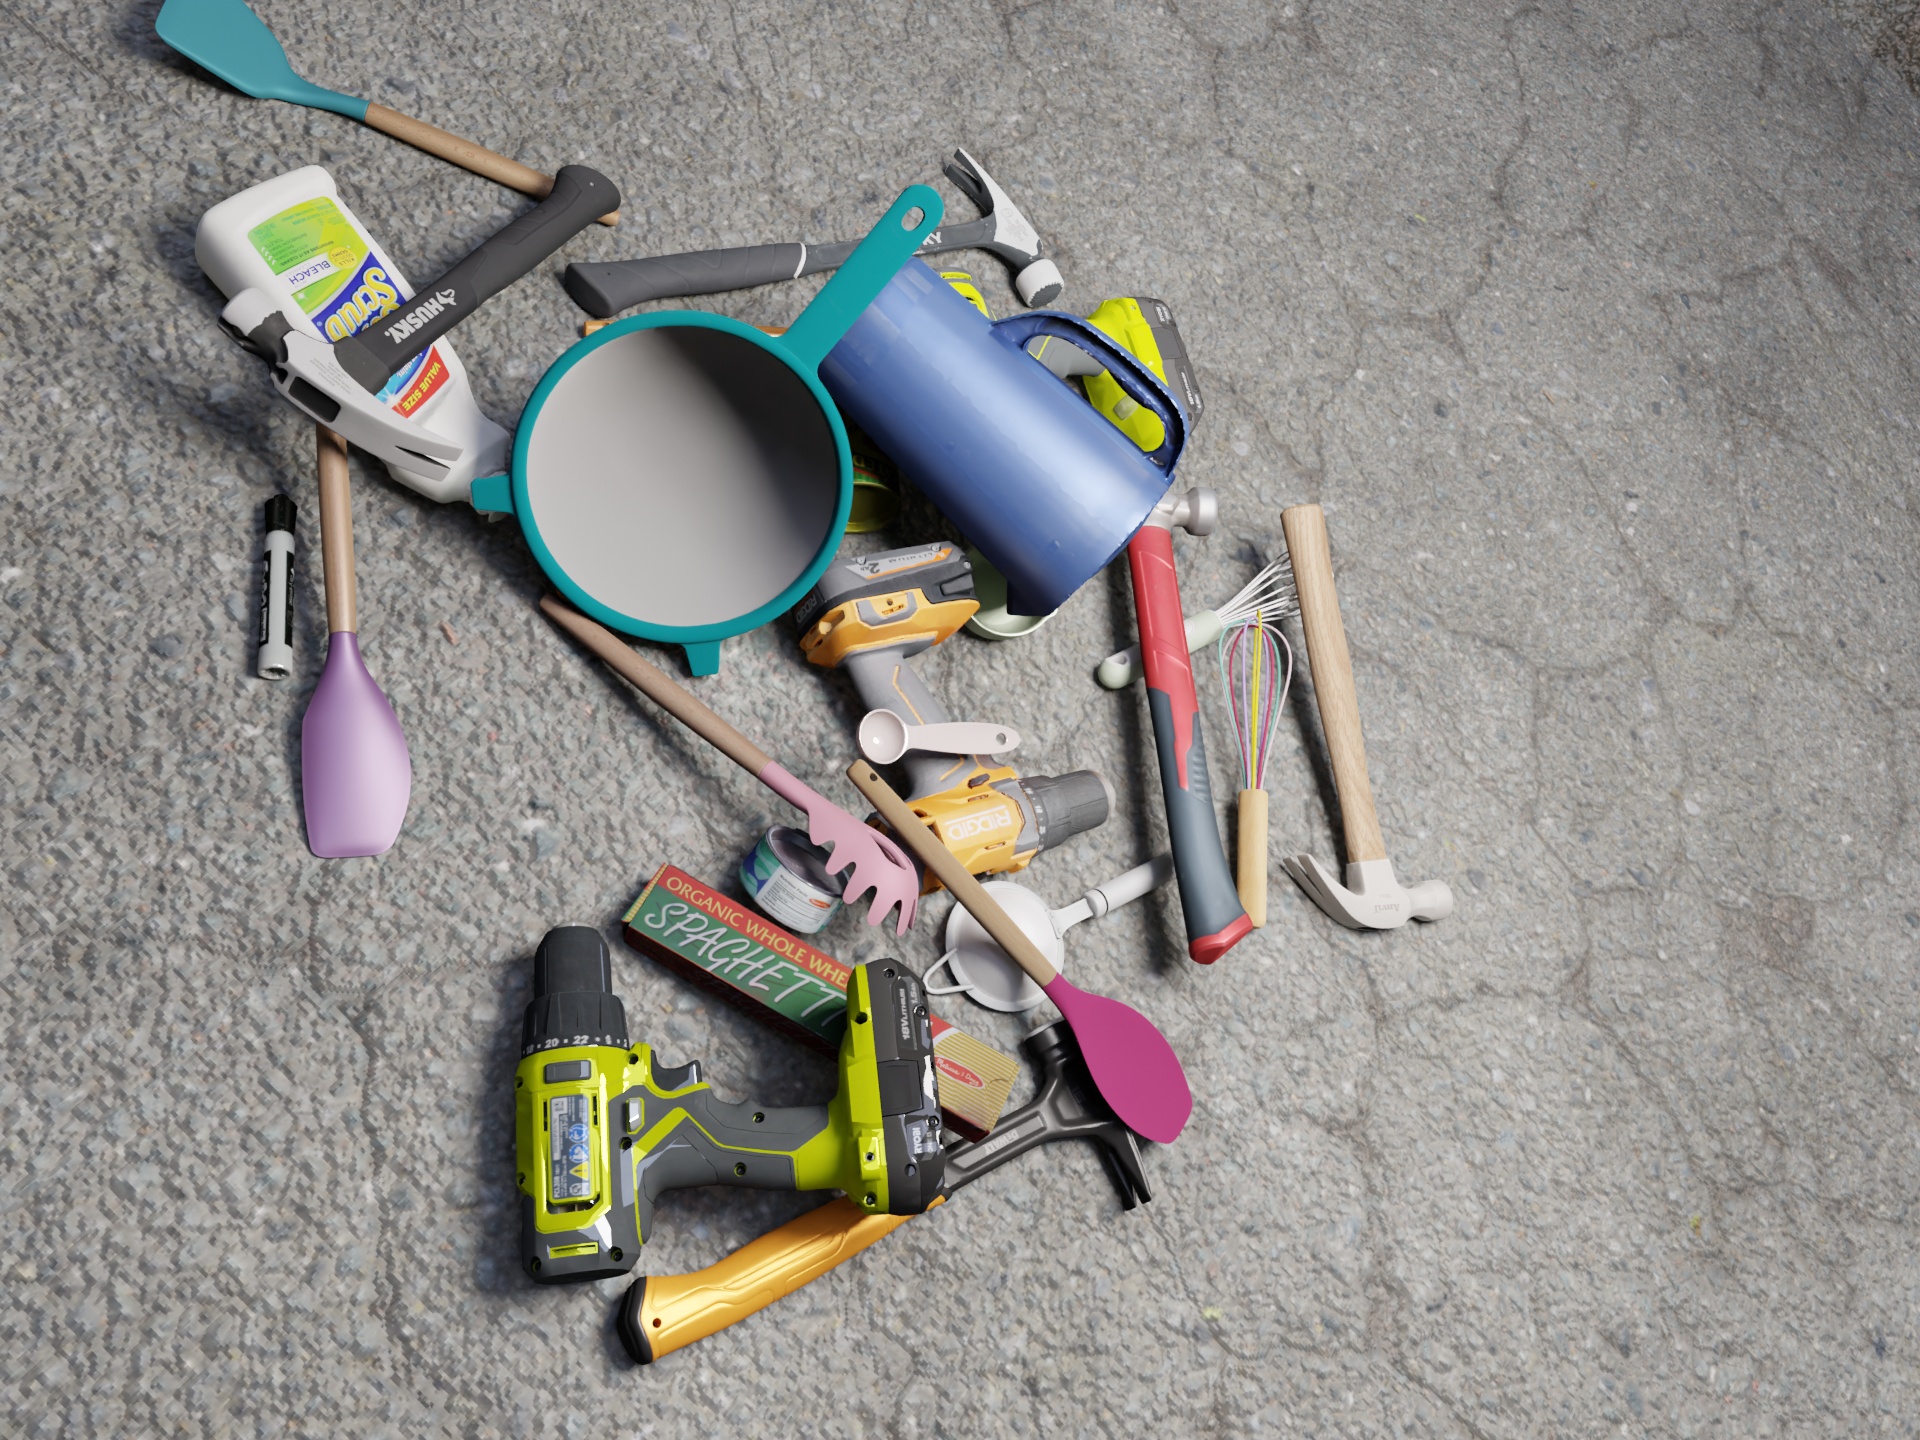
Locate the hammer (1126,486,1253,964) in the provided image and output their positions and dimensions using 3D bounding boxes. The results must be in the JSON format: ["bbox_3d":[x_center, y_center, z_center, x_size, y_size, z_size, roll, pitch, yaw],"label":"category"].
[{"bbox_3d":[0.137,-0.013,1.136,0.143,0.038,0.387,2,60,-10],"label":"hammer"}]

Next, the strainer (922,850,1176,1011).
[{"bbox_3d":[0.085,0.125,1.077,0.258,0.050,0.087,-21,81,-36],"label":"strainer"}]

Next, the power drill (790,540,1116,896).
[{"bbox_3d":[-0.002,-0.003,1.077,0.185,0.084,0.226,-13,76,-31],"label":"power drill"}]

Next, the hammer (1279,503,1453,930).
[{"bbox_3d":[0.287,-0.005,1.213,0.130,0.031,0.331,-3,78,-27],"label":"hammer"}]

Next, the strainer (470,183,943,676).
[{"bbox_3d":[-0.137,-0.209,1.019,0.210,0.340,0.095,39,8,-22],"label":"strainer"}]

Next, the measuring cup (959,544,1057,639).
[{"bbox_3d":[0.047,-0.134,1.167,0.083,0.038,0.168,29,73,-11],"label":"measuring cup"}]

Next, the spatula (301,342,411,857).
[{"bbox_3d":[-0.365,-0.075,0.942,0.059,0.018,0.316,-3,77,-27],"label":"spatula"}]

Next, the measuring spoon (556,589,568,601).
[{"bbox_3d":[-0.261,-0.131,1.053,0.021,0.011,0.117,0,65,-26],"label":"measuring spoon"}]

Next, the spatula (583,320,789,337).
[{"bbox_3d":[-0.121,-0.280,1.195,0.322,0.041,0.081,-3,68,-23],"label":"spatula"}]

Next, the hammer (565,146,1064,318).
[{"bbox_3d":[-0.111,-0.364,1.235,0.409,0.036,0.149,-18,73,-32],"label":"hammer"}]

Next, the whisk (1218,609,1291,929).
[{"bbox_3d":[0.215,0.032,1.174,0.051,0.047,0.245,12,69,-20],"label":"whisk"}]

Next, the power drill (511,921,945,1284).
[{"bbox_3d":[-0.130,0.197,0.876,0.228,0.080,0.191,-5,66,-6],"label":"power drill"}]

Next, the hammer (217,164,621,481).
[{"bbox_3d":[-0.313,-0.281,1.034,0.146,0.035,0.335,42,42,-12],"label":"hammer"}]

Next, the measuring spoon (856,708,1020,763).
[{"bbox_3d":[-0.015,0.012,1.015,0.124,0.018,0.034,2,83,-35],"label":"measuring spoon"}]

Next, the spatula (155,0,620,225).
[{"bbox_3d":[-0.391,-0.425,1.122,0.317,0.044,0.082,19,54,-18],"label":"spatula"}]

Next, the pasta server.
[{"bbox_3d":[-0.147,0.021,0.993,0.316,0.040,0.060,37,12,11],"label":"pasta server"}]

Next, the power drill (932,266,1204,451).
[{"bbox_3d":[0.073,-0.260,1.234,0.223,0.080,0.171,-7,72,-34],"label":"power drill"}]

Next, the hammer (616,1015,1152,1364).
[{"bbox_3d":[-0.039,0.291,0.932,0.337,0.034,0.127,-18,73,-32],"label":"hammer"}]

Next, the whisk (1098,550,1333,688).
[{"bbox_3d":[0.201,-0.078,1.236,0.246,0.059,0.058,-26,40,-30],"label":"whisk"}]

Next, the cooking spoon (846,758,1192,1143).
[{"bbox_3d":[0.038,0.144,1.000,0.318,0.017,0.069,48,50,-9],"label":"cooking spoon"}]
